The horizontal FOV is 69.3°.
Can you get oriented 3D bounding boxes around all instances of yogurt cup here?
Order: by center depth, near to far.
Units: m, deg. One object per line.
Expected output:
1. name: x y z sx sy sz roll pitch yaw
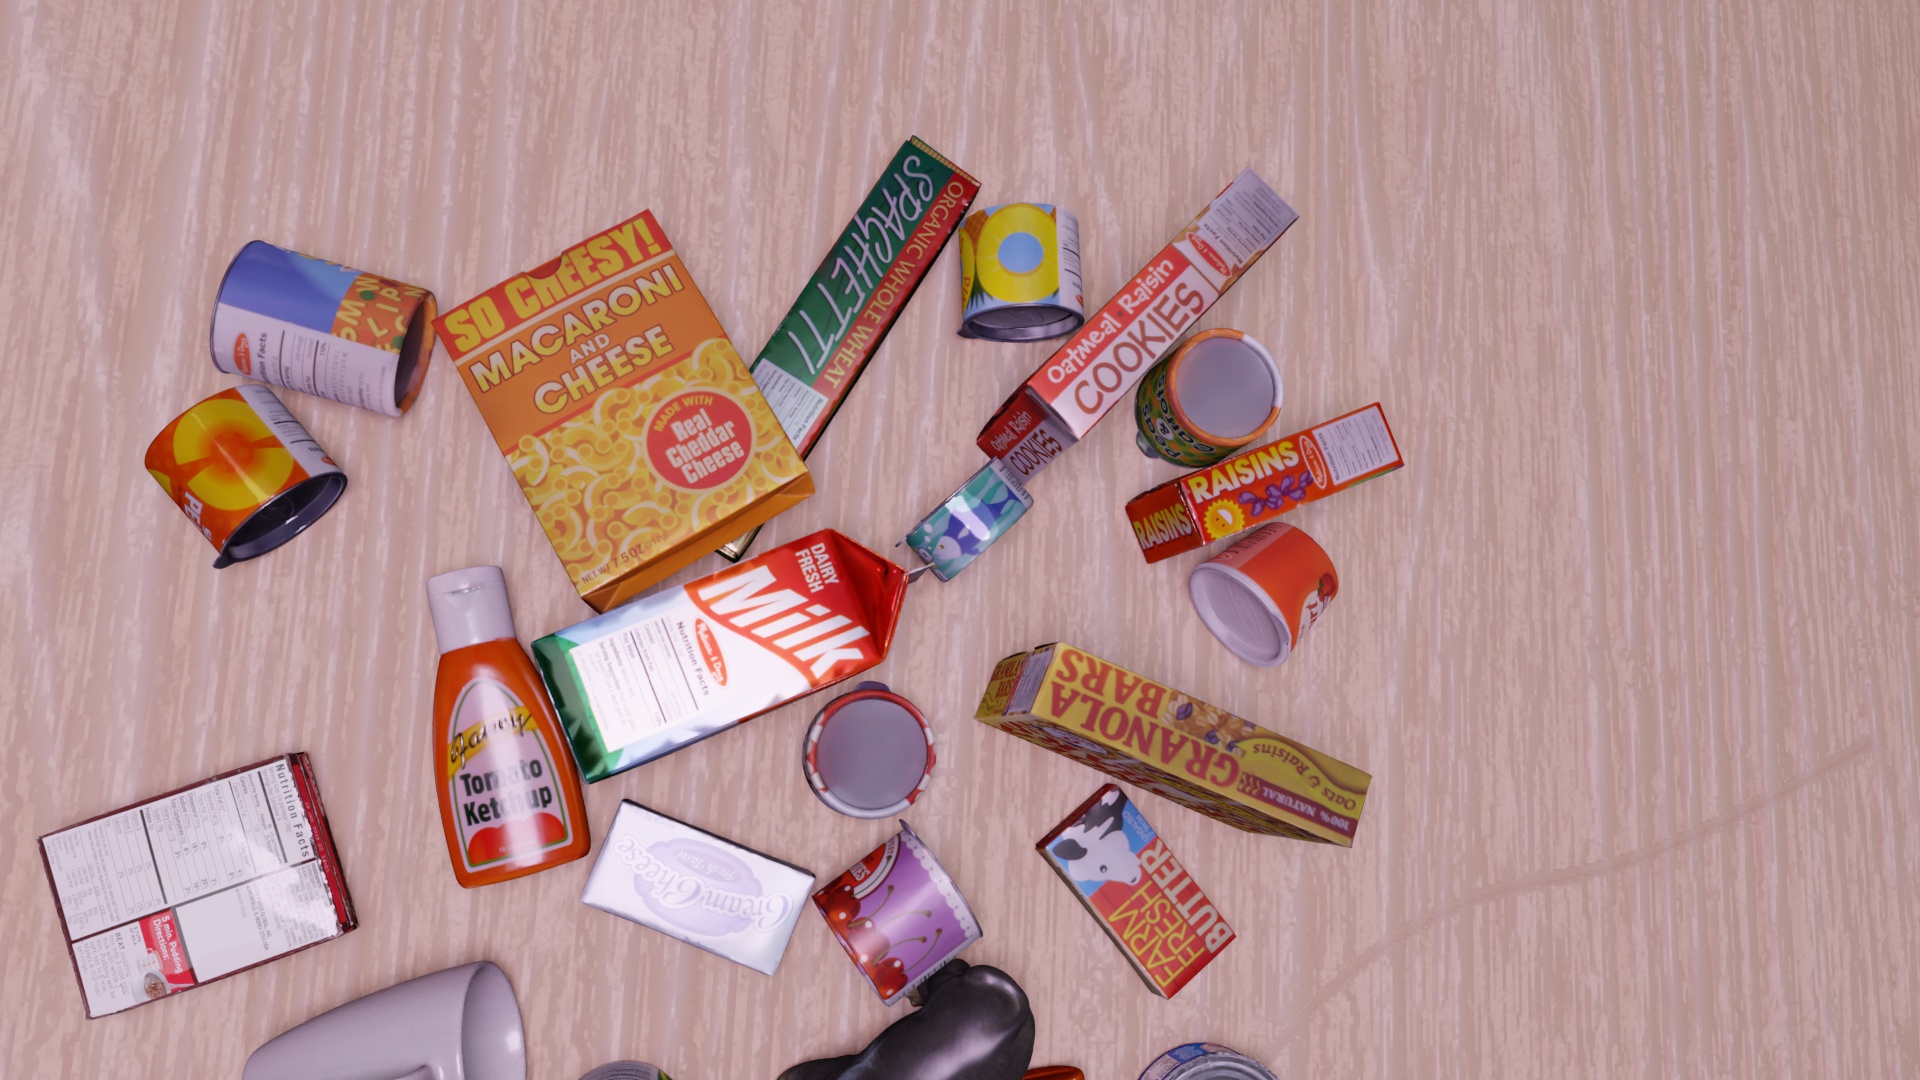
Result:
1. yogurt cup: 0.166 0.027 0.750 0.054 0.072 0.072 -38 90 -22

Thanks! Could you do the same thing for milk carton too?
1. milk carton: -0.104 0.050 0.687 0.191 0.072 0.073 -22 86 -13

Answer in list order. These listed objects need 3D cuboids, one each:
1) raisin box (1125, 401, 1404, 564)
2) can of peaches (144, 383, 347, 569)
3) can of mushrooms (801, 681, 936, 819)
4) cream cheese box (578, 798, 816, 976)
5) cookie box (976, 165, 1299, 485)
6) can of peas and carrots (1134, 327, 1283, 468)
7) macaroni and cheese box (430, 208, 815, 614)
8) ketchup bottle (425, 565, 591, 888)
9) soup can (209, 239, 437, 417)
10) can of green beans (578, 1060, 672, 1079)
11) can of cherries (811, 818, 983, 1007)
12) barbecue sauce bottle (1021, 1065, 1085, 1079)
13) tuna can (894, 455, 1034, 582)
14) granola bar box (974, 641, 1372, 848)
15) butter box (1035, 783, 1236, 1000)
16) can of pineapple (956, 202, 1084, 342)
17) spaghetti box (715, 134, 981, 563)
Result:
1. raisin box: 0.160 -0.030 0.746 0.124 0.086 0.040 -21 88 -14
2. can of peaches: -0.339 -0.030 0.655 0.071 0.071 0.058 -40 90 -14
3. can of mushrooms: -0.047 0.107 0.709 0.071 0.033 0.071 2 81 -10
4. cream cheese box: -0.129 0.172 0.687 0.104 0.024 0.053 23 78 -7
5. cookie box: 0.087 -0.107 0.725 0.040 0.122 0.168 45 76 -1
6. can of peas and carrots: 0.134 -0.076 0.762 0.071 0.058 0.071 2 80 -11
7. macaroni and cheese box: -0.166 -0.067 0.689 0.124 0.040 0.166 -30 76 -9
8. ketchup bottle: -0.225 0.088 0.671 0.065 0.043 0.149 -13 83 -13
9. soup can: -0.306 -0.104 0.676 0.084 0.071 0.071 15 79 -9
10. can of green beans: -0.159 0.282 0.645 0.071 0.057 0.071 2 81 -11
11. can of cherries: -0.033 0.182 0.682 0.058 0.071 0.071 -34 89 -15
12. barbecue sauce bottle: 0.053 0.340 0.686 0.065 0.043 0.148 -5 82 -12
13. tuna can: 0.003 -0.009 0.721 0.071 0.071 0.033 -42 92 -14
14. granola bar box: 0.101 0.102 0.693 0.165 0.124 0.039 23 78 -7
15. butter box: 0.092 0.184 0.729 0.053 0.024 0.103 -39 90 -14
16. can of pineapple: 0.031 -0.143 0.749 0.071 0.071 0.058 -1 81 -11
17. spaghetti box: -0.072 -0.104 0.740 0.050 0.028 0.250 33 76 -5
